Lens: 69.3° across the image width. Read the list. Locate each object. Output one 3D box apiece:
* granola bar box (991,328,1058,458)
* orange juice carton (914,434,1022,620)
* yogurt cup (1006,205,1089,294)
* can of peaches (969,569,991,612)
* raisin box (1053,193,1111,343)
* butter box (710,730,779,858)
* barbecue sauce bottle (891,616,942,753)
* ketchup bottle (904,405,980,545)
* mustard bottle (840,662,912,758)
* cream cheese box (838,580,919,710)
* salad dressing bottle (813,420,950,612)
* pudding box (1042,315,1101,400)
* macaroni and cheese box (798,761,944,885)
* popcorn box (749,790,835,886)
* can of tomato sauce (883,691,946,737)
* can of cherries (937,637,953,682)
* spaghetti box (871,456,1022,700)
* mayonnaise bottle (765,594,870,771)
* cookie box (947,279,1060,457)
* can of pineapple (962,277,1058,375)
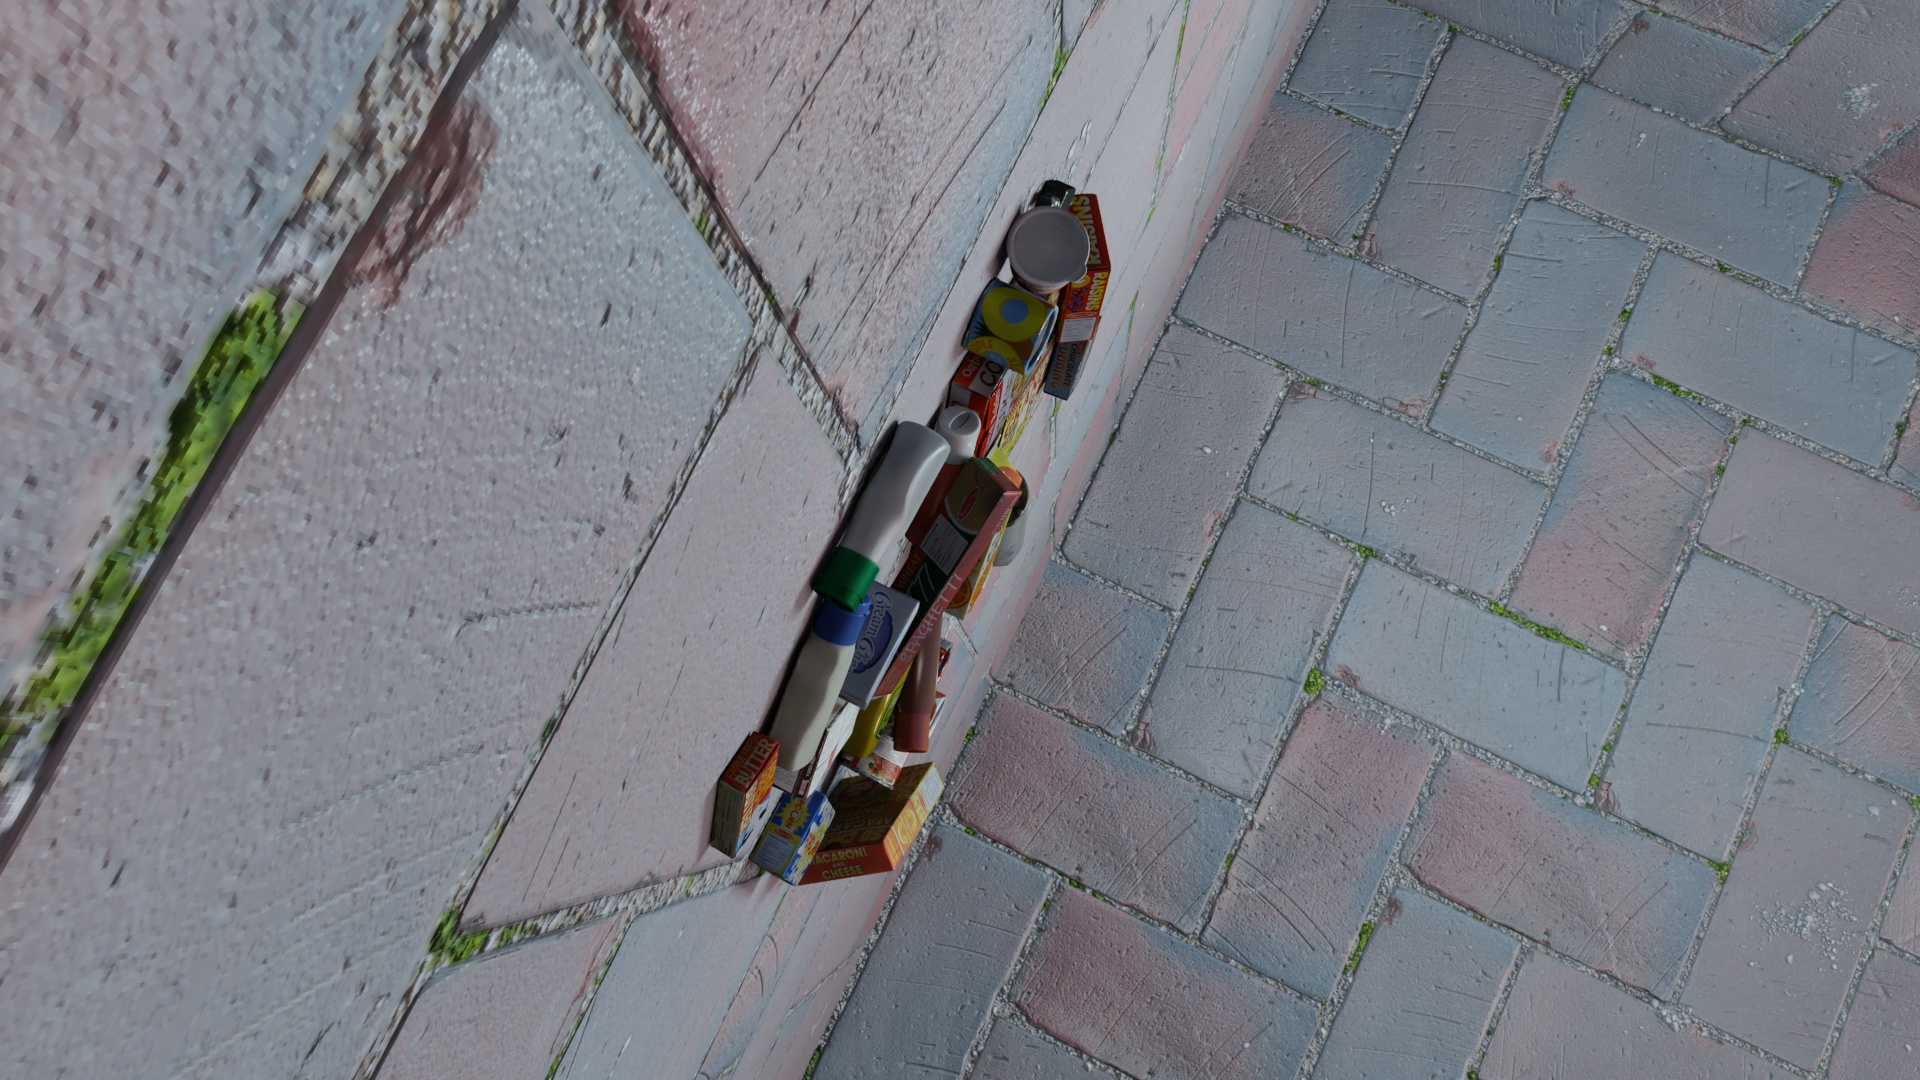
[{"bbox_3d":[0.051,-0.142,1.419,0.123,0.039,0.166,106,12,-50],"label":"granola bar box"},{"bbox_3d":[0.005,-0.017,1.367,0.191,0.073,0.072,109,9,-45],"label":"orange juice carton"},{"bbox_3d":[0.070,-0.238,1.155,0.072,0.072,0.054,-64,180,-6],"label":"yogurt cup"},{"bbox_3d":[-0.003,0.043,1.571,0.071,0.058,0.071,22,93,-83],"label":"can of peaches"},{"bbox_3d":[0.109,-0.256,1.313,0.123,0.040,0.086,99,-15,-66],"label":"raisin box"},{"bbox_3d":[-0.166,0.197,1.070,0.053,0.024,0.103,-57,169,-42],"label":"butter box"},{"bbox_3d":[-0.047,0.142,1.426,0.064,0.044,0.149,153,-57,-62],"label":"barbecue sauce bottle"},{"bbox_3d":[-0.013,-0.057,1.233,0.065,0.043,0.148,-47,162,-36],"label":"ketchup bottle"},{"bbox_3d":[-0.080,0.137,1.378,0.065,0.049,0.159,-52,166,-74],"label":"mustard bottle"},{"bbox_3d":[-0.081,0.088,1.193,0.104,0.053,0.024,-62,174,-21],"label":"cream cheese box"},{"bbox_3d":[-0.060,-0.018,1.044,0.148,0.044,0.064,-62,174,-15],"label":"salad dressing bottle"},{"bbox_3d":[0.115,-0.192,1.429,0.050,0.030,0.083,-58,169,-49],"label":"pudding box"},{"bbox_3d":[-0.104,0.311,1.538,0.040,0.123,0.167,69,24,-14],"label":"macaroni and cheese box"},{"bbox_3d":[-0.161,0.285,1.347,0.085,0.038,0.126,-61,172,-16],"label":"popcorn box"},{"bbox_3d":[-0.066,0.178,1.477,0.071,0.083,0.071,22,93,-83],"label":"can of tomato sauce"},{"bbox_3d":[-0.049,0.135,1.554,0.071,0.058,0.071,22,93,-83],"label":"can of cherries"},{"bbox_3d":[-0.030,0.037,1.233,0.029,0.050,0.249,-2,132,-50],"label":"spaghetti box"},{"bbox_3d":[-0.112,0.106,1.093,0.065,0.041,0.147,-45,158,-73],"label":"mayonnaise bottle"},{"bbox_3d":[0.038,-0.160,1.268,0.168,0.040,0.122,-60,171,-29],"label":"cookie box"},{"bbox_3d":[0.042,-0.178,1.168,0.071,0.058,0.071,-63,172,-15],"label":"can of pineapple"}]
